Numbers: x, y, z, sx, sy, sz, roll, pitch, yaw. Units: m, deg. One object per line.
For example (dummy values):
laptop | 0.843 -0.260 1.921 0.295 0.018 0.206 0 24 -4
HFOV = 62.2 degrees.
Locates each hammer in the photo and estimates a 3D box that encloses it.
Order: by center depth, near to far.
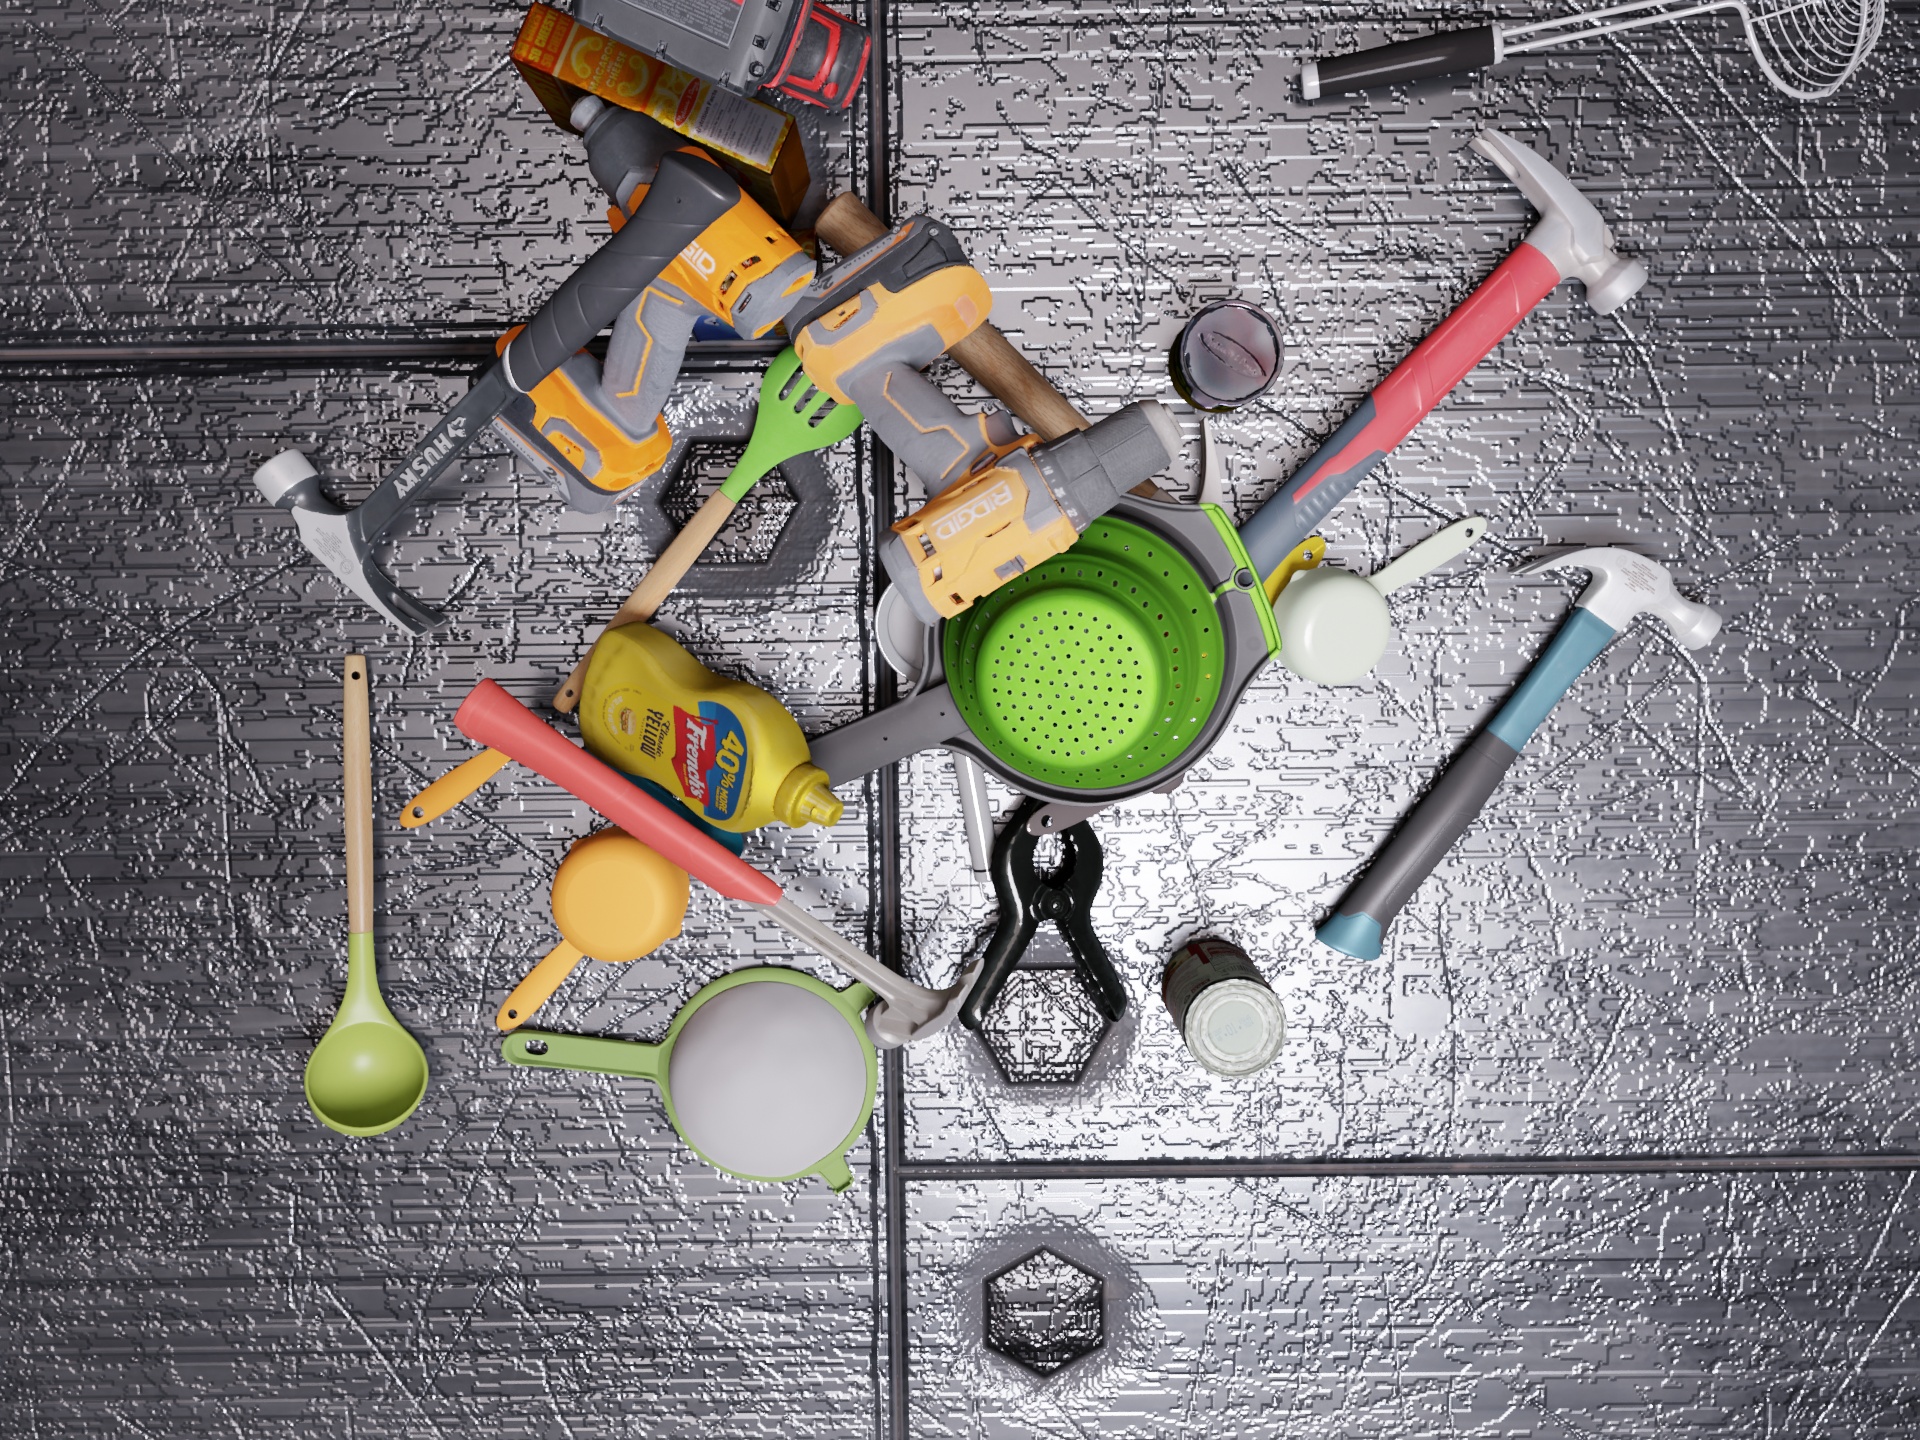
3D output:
hammer | -0.272 -0.195 0.951 0.409 0.036 0.149 -32 100 32
hammer | -0.156 0.085 0.995 0.359 0.149 0.037 35 59 -4
hammer | 0.257 -0.200 1.021 0.386 0.038 0.143 -45 92 -1
hammer | 0.039 -0.222 1.038 0.331 0.031 0.130 43 94 -3
hammer | 0.353 0.026 1.059 0.128 0.033 0.331 36 95 -4

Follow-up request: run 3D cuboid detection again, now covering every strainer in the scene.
strainer | -0.001 0.000 1.056 0.087 0.050 0.258 -10 101 0
strainer | -0.184 0.239 1.063 0.256 0.069 0.151 7 95 -2

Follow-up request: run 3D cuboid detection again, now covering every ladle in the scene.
ladle | -0.399 0.116 1.061 0.078 0.062 0.320 -2 93 -27

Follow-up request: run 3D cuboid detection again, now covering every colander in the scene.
colander | -0.002 -0.003 0.985 0.397 0.094 0.204 -23 100 17

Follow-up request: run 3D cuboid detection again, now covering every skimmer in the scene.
skimmer | 0.402 -0.438 1.018 0.363 0.090 0.127 -7 99 11

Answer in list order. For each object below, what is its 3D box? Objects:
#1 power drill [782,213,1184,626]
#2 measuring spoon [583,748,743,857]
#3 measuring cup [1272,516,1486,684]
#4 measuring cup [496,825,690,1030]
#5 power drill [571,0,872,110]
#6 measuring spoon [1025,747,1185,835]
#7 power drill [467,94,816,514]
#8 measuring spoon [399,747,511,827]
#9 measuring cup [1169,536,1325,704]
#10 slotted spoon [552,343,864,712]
power drill | 0.010 -0.190 0.941 0.185 0.084 0.226 -30 66 9
measuring spoon | -0.204 0.060 1.065 0.128 0.021 0.042 33 124 1
measuring cup | 0.282 -0.084 1.040 0.167 0.038 0.083 -32 112 -2
measuring cup | -0.257 0.148 1.063 0.095 0.052 0.173 42 92 -4
power drill | -0.138 -0.415 0.928 0.143 0.220 0.078 24 108 0
measuring spoon | 0.099 0.049 1.048 0.124 0.018 0.034 -23 98 -20
power drill | -0.207 -0.251 0.961 0.164 0.084 0.226 45 127 -4
measuring spoon | -0.332 0.038 1.074 0.117 0.011 0.021 -35 94 3
measuring cup | 0.186 -0.065 1.061 0.062 0.029 0.156 45 82 -6
slotted spoon | -0.169 -0.127 1.051 0.070 0.031 0.314 40 96 -1
